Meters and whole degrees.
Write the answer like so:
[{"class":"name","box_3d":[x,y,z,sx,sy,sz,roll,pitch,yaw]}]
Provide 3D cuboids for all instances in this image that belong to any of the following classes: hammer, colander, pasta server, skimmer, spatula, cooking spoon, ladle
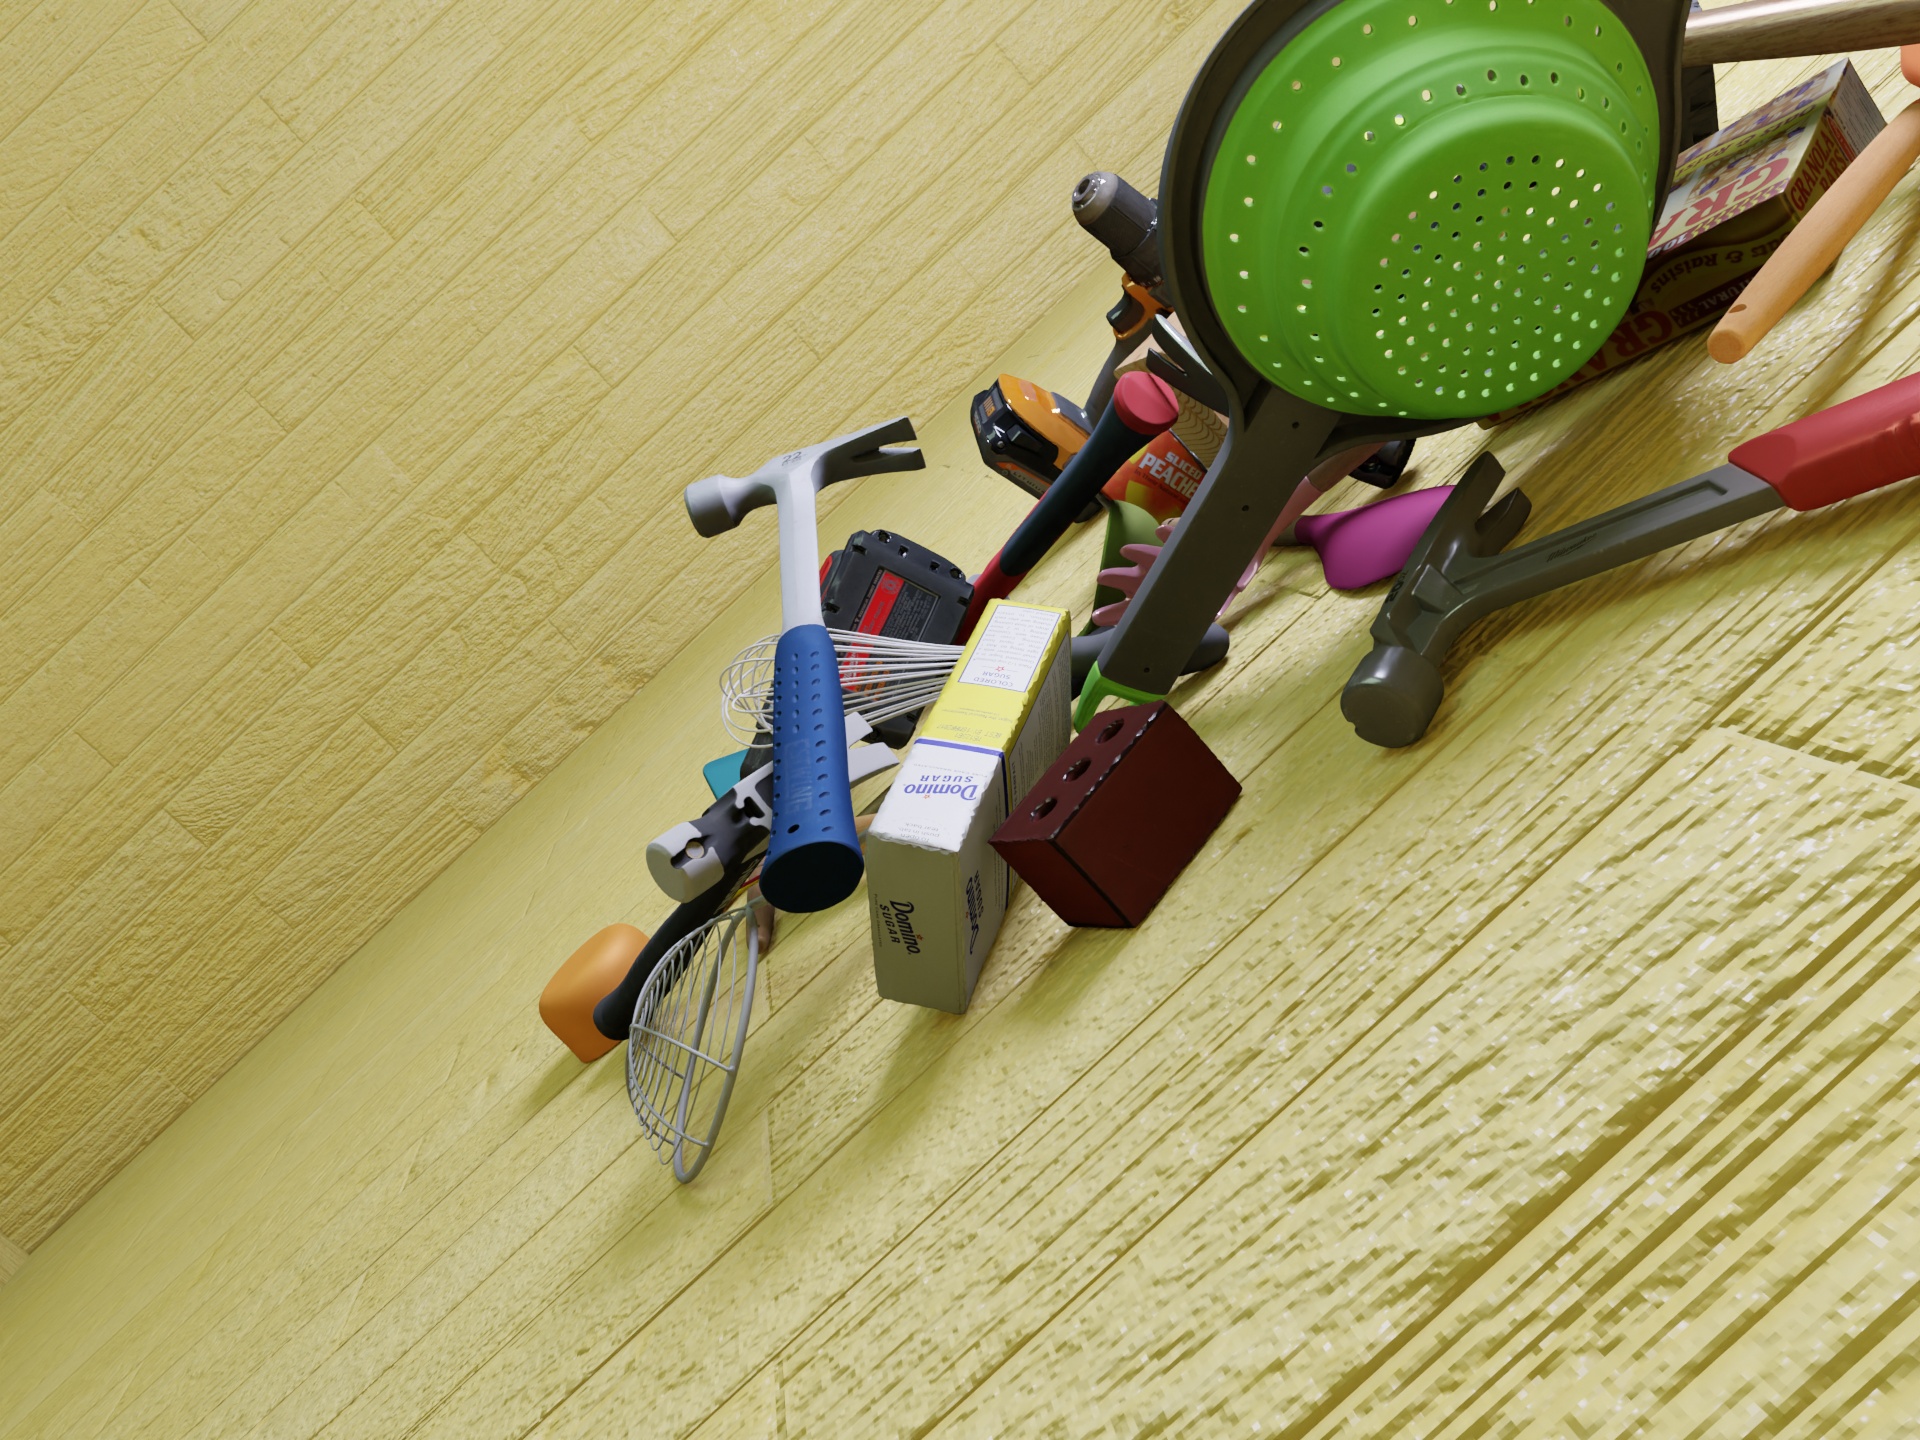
[{"class":"hammer","box_3d":[-0.141,0.105,0.868,0.146,0.035,0.334,-35,-9,-36]},{"class":"hammer","box_3d":[0.251,-0.260,0.911,0.409,0.149,0.036,-46,-26,-40]},{"class":"hammer","box_3d":[-0.074,-0.048,0.792,0.144,0.035,0.406,-19,33,5]},{"class":"colander","box_3d":[0.148,-0.118,0.627,0.095,0.204,0.397,-99,30,-52]},{"class":"pasta server","box_3d":[0.179,-0.127,0.729,0.040,0.060,0.316,-10,-24,-48]},{"class":"skimmer","box_3d":[-0.022,0.076,0.797,0.363,0.090,0.127,-37,0,-24]},{"class":"hammer","box_3d":[0.268,-0.087,0.458,0.359,0.036,0.149,-24,23,54]},{"class":"spatula","box_3d":[0.345,-0.221,0.590,0.081,0.041,0.323,4,39,50]},{"class":"hammer","box_3d":[0.335,-0.277,0.633,0.130,0.031,0.331,-40,31,-18]},{"class":"hammer","box_3d":[0.032,-0.097,0.982,0.143,0.038,0.386,-50,2,-24]},{"class":"spatula","box_3d":[-0.137,0.081,1.075,0.082,0.044,0.318,-17,16,-1]},{"class":"cooking spoon","box_3d":[0.166,-0.098,0.816,0.069,0.017,0.319,-44,14,-6]},{"class":"ladle","box_3d":[-0.001,-0.003,0.928,0.320,0.062,0.078,-42,4,14]}]

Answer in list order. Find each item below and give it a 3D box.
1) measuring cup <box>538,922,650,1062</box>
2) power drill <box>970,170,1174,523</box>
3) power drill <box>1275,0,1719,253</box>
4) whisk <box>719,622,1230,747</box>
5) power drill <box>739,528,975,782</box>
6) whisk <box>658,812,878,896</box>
[{"class":"measuring cup","box_3d":[-0.211,0.146,1.066,0.174,0.052,0.095,-50,15,-21]},{"class":"power drill","box_3d":[0.102,-0.272,1.155,0.226,0.185,0.084,-45,35,26]},{"class":"power drill","box_3d":[0.265,-0.297,0.827,0.228,0.080,0.191,-7,31,23]},{"class":"whisk","box_3d":[-0.001,-0.027,0.814,0.284,0.070,0.070,-6,30,24]},{"class":"power drill","box_3d":[-0.081,-0.026,1.009,0.188,0.080,0.227,-66,13,-6]},{"class":"whisk","box_3d":[-0.098,0.078,0.933,0.245,0.051,0.047,-13,70,41]}]
